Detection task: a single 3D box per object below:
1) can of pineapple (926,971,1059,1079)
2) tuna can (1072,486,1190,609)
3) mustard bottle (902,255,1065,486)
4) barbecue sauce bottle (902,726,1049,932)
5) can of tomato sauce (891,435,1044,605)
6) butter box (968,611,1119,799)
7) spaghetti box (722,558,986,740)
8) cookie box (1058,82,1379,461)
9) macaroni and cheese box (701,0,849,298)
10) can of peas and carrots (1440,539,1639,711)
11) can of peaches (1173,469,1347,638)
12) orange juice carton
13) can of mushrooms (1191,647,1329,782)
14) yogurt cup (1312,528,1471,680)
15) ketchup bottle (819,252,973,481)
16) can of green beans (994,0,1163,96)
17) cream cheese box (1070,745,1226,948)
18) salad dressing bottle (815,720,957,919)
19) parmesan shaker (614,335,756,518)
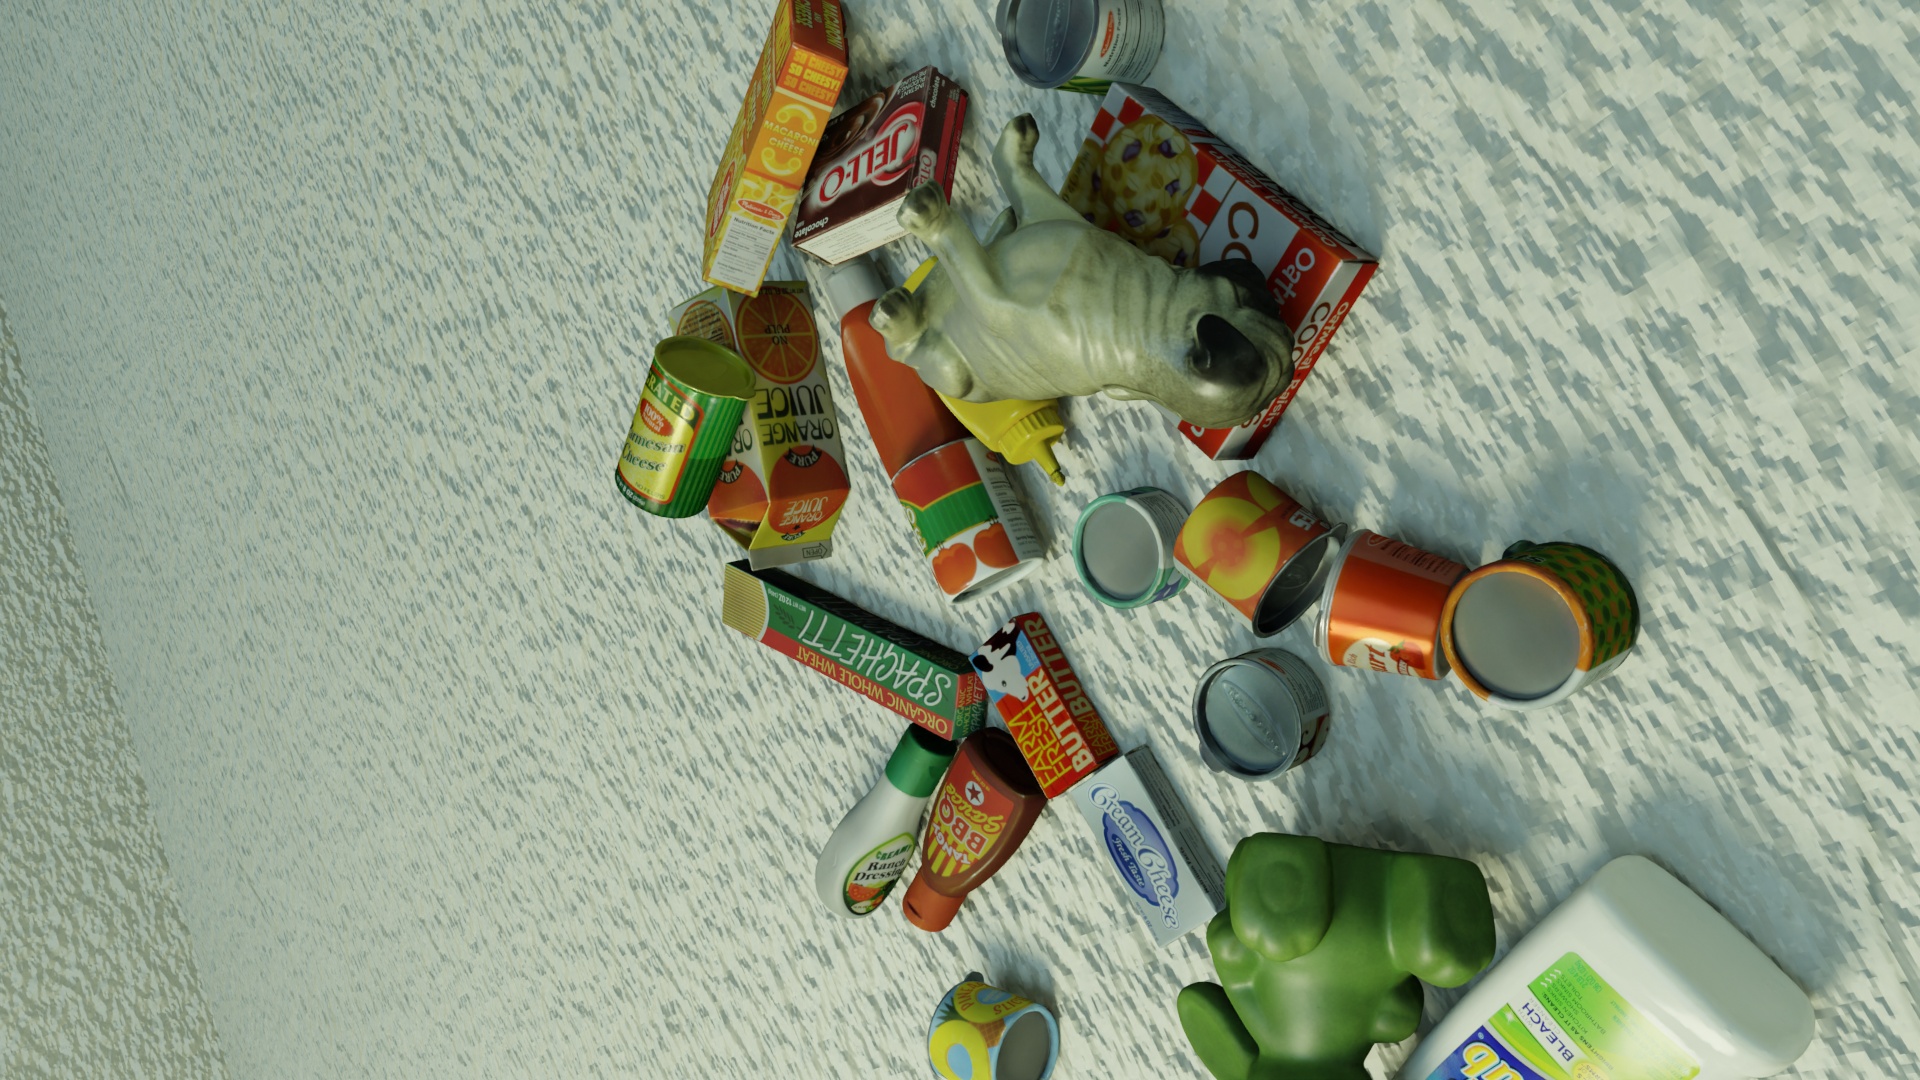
[{"bbox_3d":[0.021,0.320,0.888,0.058,0.071,0.071,4,101,44],"label":"can of pineapple"},{"bbox_3d":[0.095,0.005,0.778,0.071,0.033,0.071,10,104,43],"label":"tuna can"},{"bbox_3d":[0.019,-0.094,0.822,0.065,0.049,0.160,-47,66,39],"label":"mustard bottle"},{"bbox_3d":[0.005,0.192,0.896,0.065,0.044,0.147,44,126,28],"label":"barbecue sauce bottle"},{"bbox_3d":[0.003,-0.011,0.841,0.071,0.071,0.083,-36,73,42],"label":"can of tomato sauce"},{"bbox_3d":[0.050,0.100,0.847,0.053,0.024,0.104,-46,66,40],"label":"butter box"},{"bbox_3d":[-0.080,0.071,0.966,0.250,0.029,0.050,21,113,40],"label":"spaghetti box"},{"bbox_3d":[0.118,-0.140,0.725,0.168,0.040,0.122,48,127,28],"label":"cookie box"},{"bbox_3d":[-0.120,-0.260,0.895,0.165,0.040,0.124,-60,25,33],"label":"macaroni and cheese box"},{"bbox_3d":[0.253,0.035,0.612,0.071,0.059,0.070,10,105,42],"label":"can of peas and carrots"},{"bbox_3d":[0.151,0.004,0.702,0.058,0.071,0.071,42,125,31],"label":"can of peaches"},{"bbox_3d":[-0.136,-0.077,0.961,0.073,0.072,0.192,-13,89,45],"label":"orange juice carton"},{"bbox_3d":[0.157,0.093,0.735,0.071,0.033,0.071,11,105,42],"label":"can of mushrooms"},{"bbox_3d":[0.207,0.033,0.655,0.054,0.072,0.072,15,109,33],"label":"yogurt cup"},{"bbox_3d":[-0.046,-0.113,0.886,0.064,0.044,0.149,-36,73,41],"label":"ketchup bottle"},{"bbox_3d":[0.065,-0.272,0.737,0.071,0.058,0.071,11,106,43],"label":"can of green beans"},{"bbox_3d":[0.111,0.176,0.803,0.053,0.024,0.104,-45,67,38],"label":"cream cheese box"},{"bbox_3d":[-0.050,0.189,0.939,0.044,0.064,0.147,47,120,39],"label":"salad dressing bottle"},{"bbox_3d":[-0.179,-0.071,0.906,0.071,0.071,0.102,46,126,28],"label":"parmesan shaker"}]
